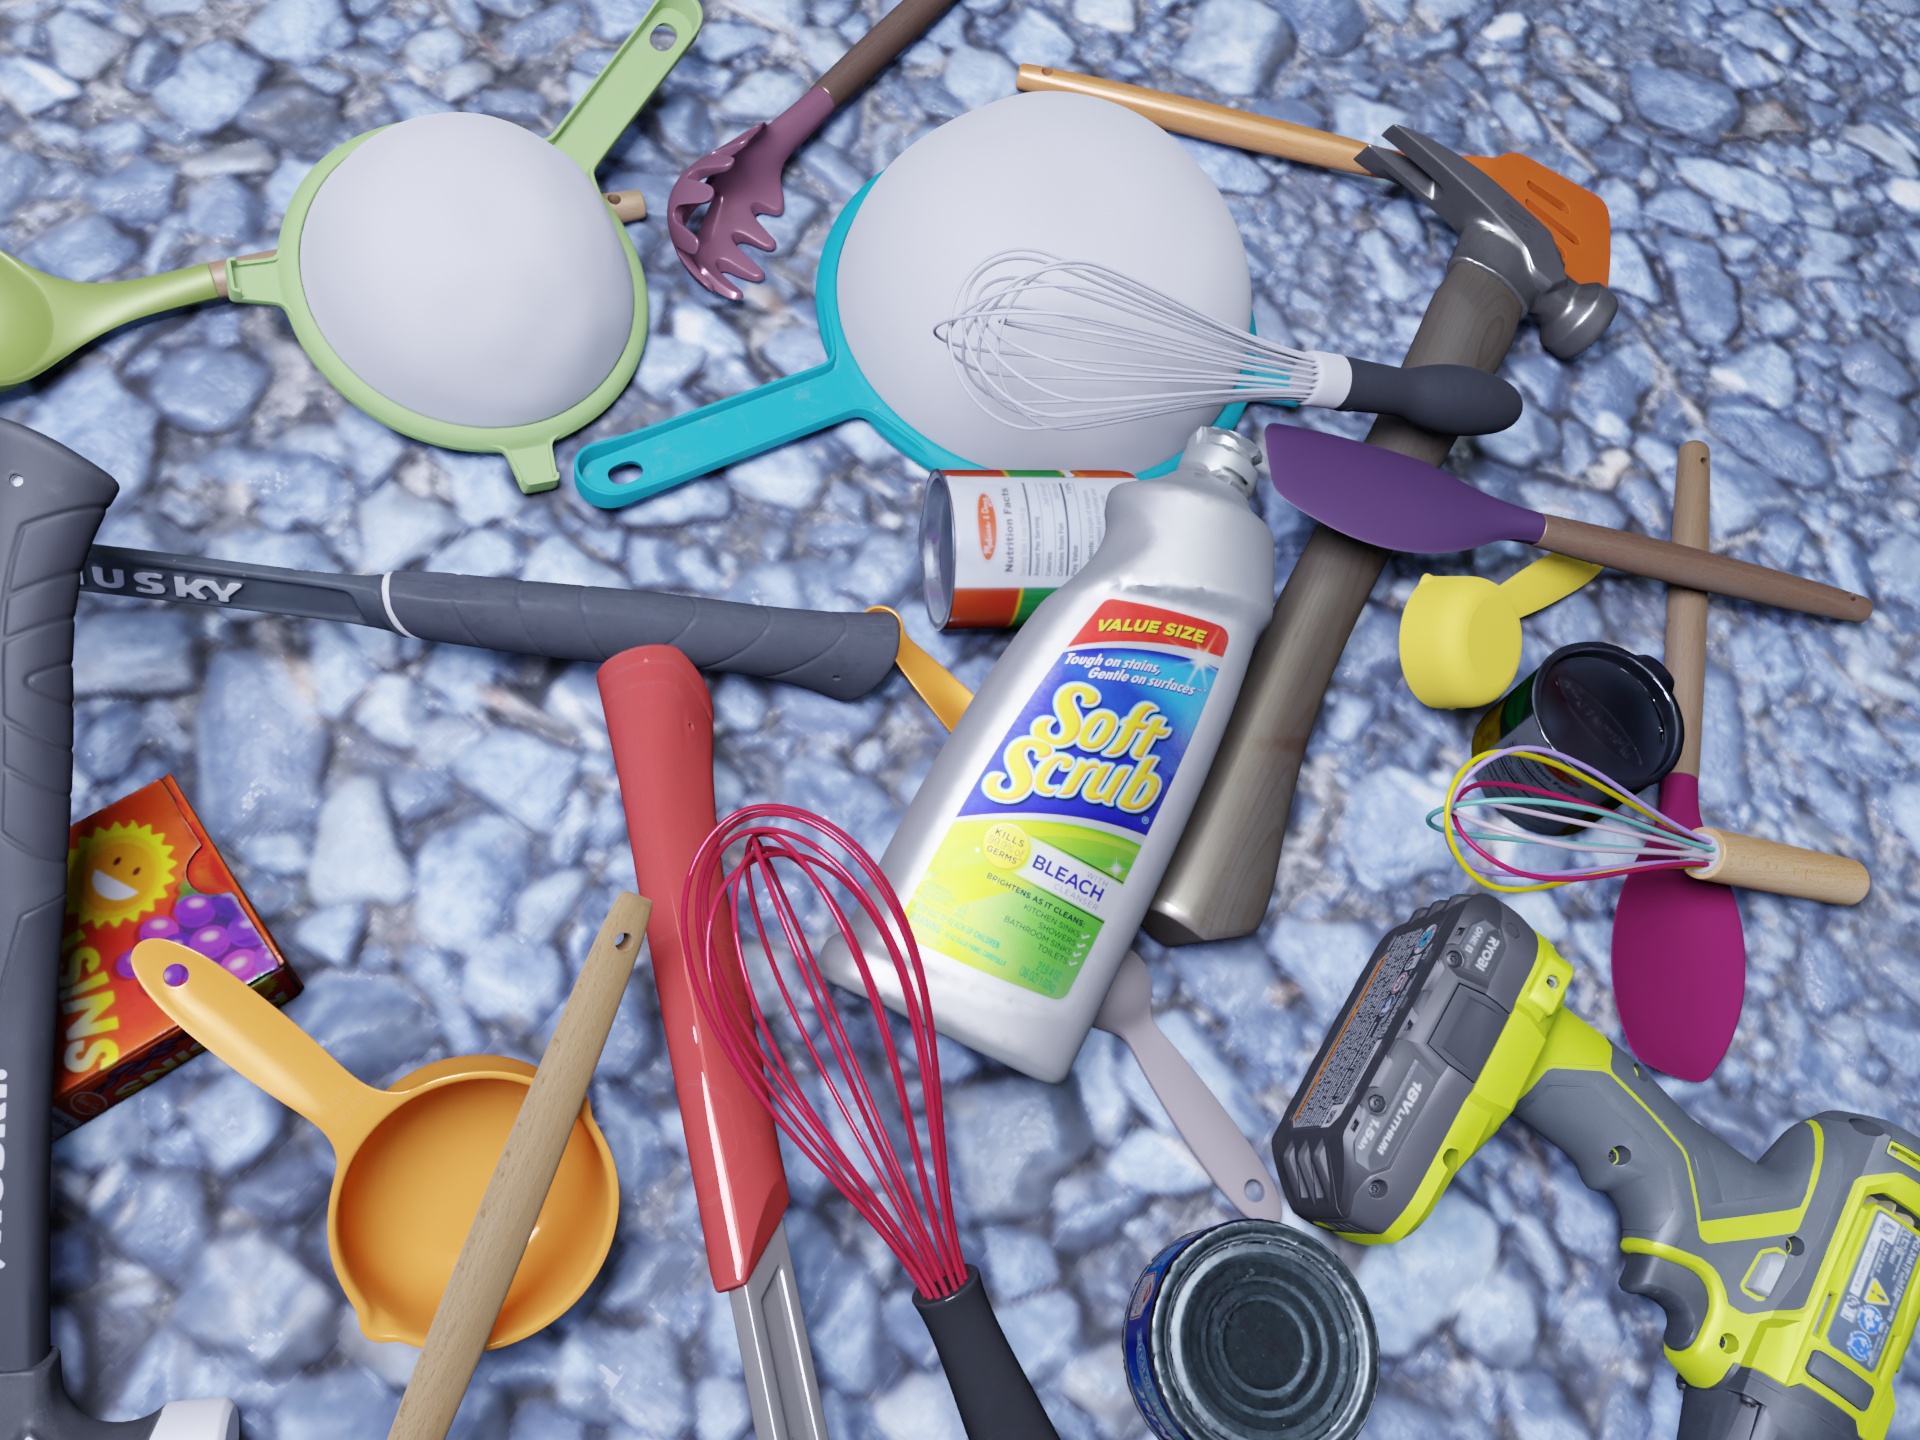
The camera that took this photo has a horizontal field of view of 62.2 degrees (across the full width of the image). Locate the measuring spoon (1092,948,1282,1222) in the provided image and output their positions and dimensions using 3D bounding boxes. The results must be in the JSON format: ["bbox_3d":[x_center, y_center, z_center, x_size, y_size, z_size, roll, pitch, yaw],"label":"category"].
[{"bbox_3d":[0.084,0.137,0.602,0.034,0.018,0.124,-30,75,-22],"label":"measuring spoon"}]

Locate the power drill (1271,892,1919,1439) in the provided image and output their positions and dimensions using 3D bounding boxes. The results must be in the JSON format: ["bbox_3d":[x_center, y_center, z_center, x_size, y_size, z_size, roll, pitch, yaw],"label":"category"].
[{"bbox_3d":[0.237,0.182,0.580,0.223,0.080,0.171,34,71,2],"label":"power drill"}]

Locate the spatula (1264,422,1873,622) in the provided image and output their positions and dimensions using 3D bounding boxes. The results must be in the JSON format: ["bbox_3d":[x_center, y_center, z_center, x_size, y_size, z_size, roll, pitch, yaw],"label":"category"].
[{"bbox_3d":[0.276,-0.077,0.701,0.315,0.018,0.060,10,54,-17],"label":"spatula"}]

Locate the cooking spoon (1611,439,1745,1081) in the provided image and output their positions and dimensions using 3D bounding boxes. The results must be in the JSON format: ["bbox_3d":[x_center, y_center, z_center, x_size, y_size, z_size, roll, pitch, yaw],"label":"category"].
[{"bbox_3d":[0.321,0.004,0.708,0.068,0.017,0.319,22,63,-13],"label":"cooking spoon"}]

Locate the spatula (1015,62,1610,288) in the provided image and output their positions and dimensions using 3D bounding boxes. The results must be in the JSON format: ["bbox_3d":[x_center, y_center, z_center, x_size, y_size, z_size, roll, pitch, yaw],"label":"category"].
[{"bbox_3d":[0.185,-0.284,0.812,0.322,0.041,0.081,14,65,0],"label":"spatula"}]

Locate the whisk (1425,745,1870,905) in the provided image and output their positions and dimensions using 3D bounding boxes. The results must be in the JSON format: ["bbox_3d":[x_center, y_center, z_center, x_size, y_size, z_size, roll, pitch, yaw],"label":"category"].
[{"bbox_3d":[0.281,0.054,0.636,0.244,0.051,0.047,11,55,-28],"label":"whisk"}]

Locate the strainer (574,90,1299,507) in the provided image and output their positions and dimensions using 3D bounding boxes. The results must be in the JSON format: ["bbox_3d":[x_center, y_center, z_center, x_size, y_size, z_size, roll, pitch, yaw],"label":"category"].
[{"bbox_3d":[-0.009,-0.181,0.686,0.340,0.095,0.211,-26,73,-22],"label":"strainer"}]

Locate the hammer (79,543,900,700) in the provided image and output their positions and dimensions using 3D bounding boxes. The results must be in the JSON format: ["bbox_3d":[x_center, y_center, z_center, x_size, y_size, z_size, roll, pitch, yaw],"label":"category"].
[{"bbox_3d":[-0.222,-0.049,0.579,0.408,0.149,0.036,6,52,-16],"label":"hammer"}]

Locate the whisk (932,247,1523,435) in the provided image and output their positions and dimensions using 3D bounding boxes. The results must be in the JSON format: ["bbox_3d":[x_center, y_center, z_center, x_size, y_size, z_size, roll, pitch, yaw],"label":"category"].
[{"bbox_3d":[0.120,-0.142,0.646,0.284,0.070,0.070,2,65,-27],"label":"whisk"}]

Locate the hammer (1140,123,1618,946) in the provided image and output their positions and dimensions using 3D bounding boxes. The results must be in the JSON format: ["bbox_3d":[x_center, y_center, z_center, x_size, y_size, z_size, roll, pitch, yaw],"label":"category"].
[{"bbox_3d":[0.167,-0.087,0.696,0.146,0.038,0.411,36,66,-11],"label":"hammer"}]

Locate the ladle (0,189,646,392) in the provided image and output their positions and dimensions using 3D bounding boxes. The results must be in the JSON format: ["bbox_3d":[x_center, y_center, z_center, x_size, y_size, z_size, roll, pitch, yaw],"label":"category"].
[{"bbox_3d":[-0.285,-0.195,0.662,0.320,0.062,0.078,-18,75,-21],"label":"ladle"}]

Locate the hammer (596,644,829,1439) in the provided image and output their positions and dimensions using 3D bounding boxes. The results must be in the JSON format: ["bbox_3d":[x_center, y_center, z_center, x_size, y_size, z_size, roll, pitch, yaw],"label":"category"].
[{"bbox_3d":[-0.082,0.135,0.521,0.036,0.149,0.359,-28,63,26],"label":"hammer"}]

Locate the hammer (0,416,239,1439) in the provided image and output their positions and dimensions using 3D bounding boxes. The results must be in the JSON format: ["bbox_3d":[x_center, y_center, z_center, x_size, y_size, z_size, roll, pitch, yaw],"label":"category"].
[{"bbox_3d":[-0.294,0.075,0.479,0.146,0.035,0.335,2,89,-14],"label":"hammer"}]

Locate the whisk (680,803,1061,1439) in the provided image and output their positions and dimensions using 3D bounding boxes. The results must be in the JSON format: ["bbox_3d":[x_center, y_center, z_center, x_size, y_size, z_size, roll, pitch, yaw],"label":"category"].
[{"bbox_3d":[-0.012,0.164,0.510,0.073,0.073,0.296,-25,95,-20],"label":"whisk"}]

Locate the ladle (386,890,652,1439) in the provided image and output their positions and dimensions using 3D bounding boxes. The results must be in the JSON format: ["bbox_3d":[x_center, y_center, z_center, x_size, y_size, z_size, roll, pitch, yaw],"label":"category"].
[{"bbox_3d":[-0.158,0.200,0.477,0.069,0.031,0.315,25,80,-25],"label":"ladle"}]

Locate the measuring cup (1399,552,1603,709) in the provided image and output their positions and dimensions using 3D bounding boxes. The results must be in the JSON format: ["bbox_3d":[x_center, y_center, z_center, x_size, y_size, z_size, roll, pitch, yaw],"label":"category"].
[{"bbox_3d":[0.251,-0.051,0.698,0.156,0.029,0.062,-26,107,-32],"label":"measuring cup"}]

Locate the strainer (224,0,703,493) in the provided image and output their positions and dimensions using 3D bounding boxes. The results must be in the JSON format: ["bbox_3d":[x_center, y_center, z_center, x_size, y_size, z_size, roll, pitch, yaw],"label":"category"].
[{"bbox_3d":[-0.172,-0.233,0.668,0.151,0.069,0.256,34,67,-14],"label":"strainer"}]

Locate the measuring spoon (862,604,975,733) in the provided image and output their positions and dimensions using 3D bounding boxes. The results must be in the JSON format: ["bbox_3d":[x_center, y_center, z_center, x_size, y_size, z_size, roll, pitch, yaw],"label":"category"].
[{"bbox_3d":[-0.001,-0.002,0.656,0.021,0.011,0.117,-40,82,-23],"label":"measuring spoon"}]

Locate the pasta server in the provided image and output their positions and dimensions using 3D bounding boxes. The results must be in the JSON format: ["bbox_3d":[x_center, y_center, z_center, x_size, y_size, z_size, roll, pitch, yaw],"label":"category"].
[{"bbox_3d":[-0.046,-0.313,0.770,0.040,0.060,0.316,22,58,24],"label":"pasta server"}]

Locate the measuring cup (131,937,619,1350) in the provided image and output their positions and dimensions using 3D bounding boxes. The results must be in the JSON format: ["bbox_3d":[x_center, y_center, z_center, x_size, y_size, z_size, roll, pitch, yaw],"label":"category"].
[{"bbox_3d":[-0.189,0.125,0.509,0.173,0.052,0.095,43,76,-12],"label":"measuring cup"}]
